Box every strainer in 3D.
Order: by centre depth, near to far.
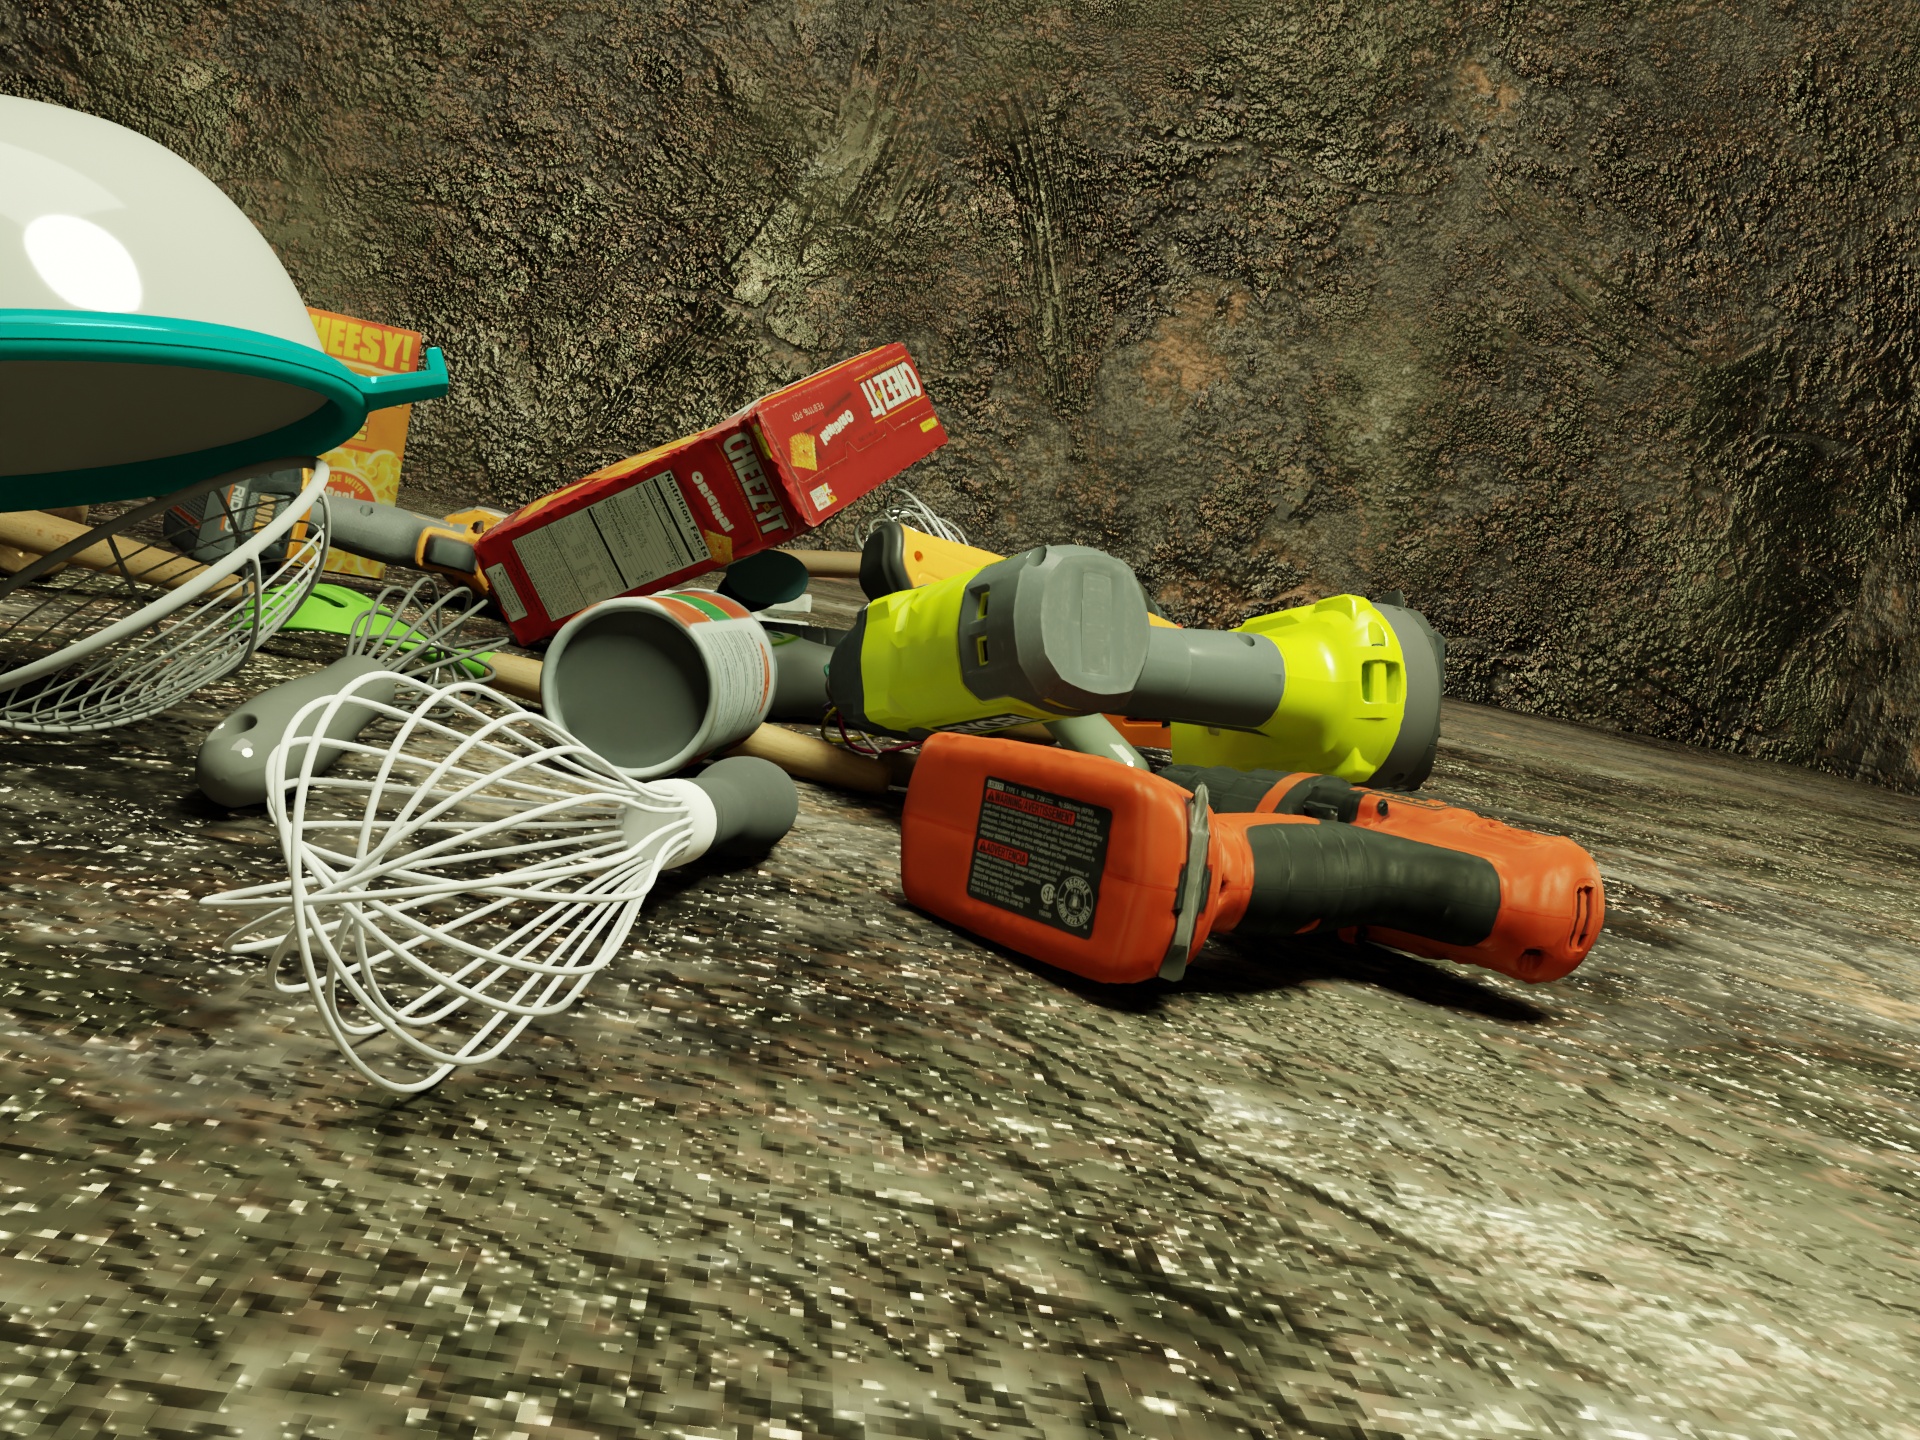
[{"bbox_3d":[-0.341,-0.114,0.480,0.340,0.095,0.211,-7,2,27],"label":"strainer"}]

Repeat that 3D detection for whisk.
[{"bbox_3d":[-0.079,0.028,0.373,0.070,0.070,0.284,12,1,7],"label":"whisk"},{"bbox_3d":[-0.193,-0.010,0.517,0.055,0.055,0.239,11,11,-6],"label":"whisk"},{"bbox_3d":[-0.003,-0.002,0.804,0.051,0.047,0.245,28,8,24],"label":"whisk"},{"bbox_3d":[0.020,-0.042,0.815,0.059,0.057,0.247,-13,46,-32],"label":"whisk"}]

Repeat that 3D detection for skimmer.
[{"bbox_3d":[-0.338,-0.049,0.377,0.363,0.090,0.127,4,5,-45],"label":"skimmer"}]

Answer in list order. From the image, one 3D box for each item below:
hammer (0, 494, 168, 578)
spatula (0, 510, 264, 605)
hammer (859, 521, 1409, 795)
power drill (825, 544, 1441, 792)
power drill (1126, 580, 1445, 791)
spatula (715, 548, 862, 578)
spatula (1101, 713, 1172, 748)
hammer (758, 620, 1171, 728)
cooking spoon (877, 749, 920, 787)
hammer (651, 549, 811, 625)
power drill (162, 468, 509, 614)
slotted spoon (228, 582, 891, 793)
[{"bbox_3d":[-0.505,-0.119,0.884,0.130,0.031,0.331,-3,15,-24],"label":"hammer"},{"bbox_3d":[-0.420,-0.095,0.665,0.317,0.044,0.082,21,39,-61],"label":"spatula"},{"bbox_3d":[0.099,-0.041,0.773,0.336,0.127,0.034,15,-20,-32],"label":"hammer"},{"bbox_3d":[0.067,-0.015,0.642,0.223,0.080,0.171,7,-10,-33],"label":"power drill"},{"bbox_3d":[0.190,-0.032,1.028,0.227,0.080,0.187,12,-15,20],"label":"power drill"},{"bbox_3d":[-0.153,-0.107,1.062,0.316,0.018,0.059,4,-2,20],"label":"spatula"},{"bbox_3d":[0.015,-0.030,1.033,0.323,0.081,0.041,11,37,30],"label":"spatula"},{"bbox_3d":[-0.022,-0.034,0.916,0.335,0.035,0.146,7,-4,13],"label":"hammer"},{"bbox_3d":[0.117,0.045,0.694,0.318,0.017,0.069,10,2,-16],"label":"cooking spoon"},{"bbox_3d":[-0.144,-0.080,1.029,0.128,0.033,0.331,7,-1,-14],"label":"hammer"},{"bbox_3d":[-0.339,-0.107,0.957,0.226,0.084,0.185,12,7,-38],"label":"power drill"},{"bbox_3d":[-0.174,-0.016,0.674,0.314,0.031,0.070,15,7,16],"label":"slotted spoon"}]
